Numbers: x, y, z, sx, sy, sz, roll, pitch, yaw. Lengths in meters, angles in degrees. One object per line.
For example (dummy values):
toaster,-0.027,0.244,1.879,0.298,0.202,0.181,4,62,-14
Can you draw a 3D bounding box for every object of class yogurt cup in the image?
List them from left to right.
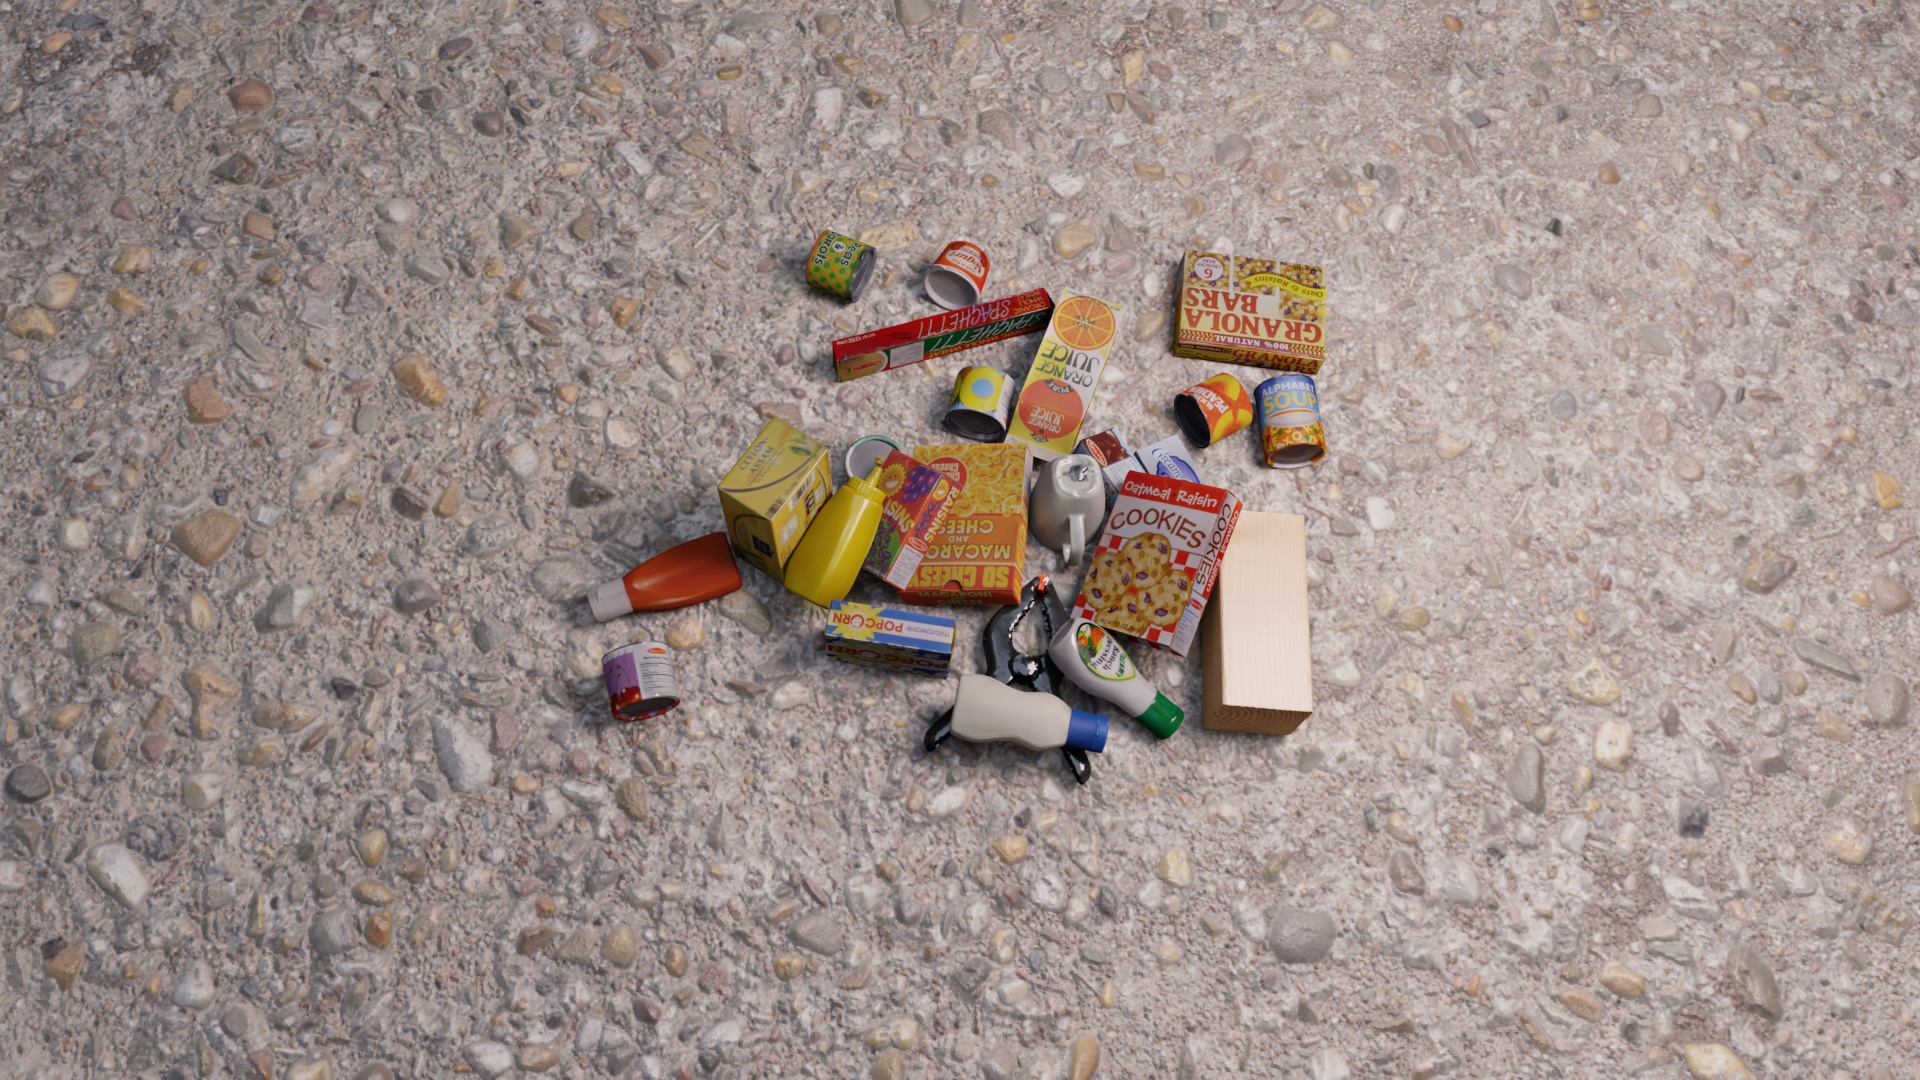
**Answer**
yogurt cup,-0.002,-0.298,1.554,0.072,0.072,0.054,22,60,6

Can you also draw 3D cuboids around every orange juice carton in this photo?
orange juice carton,0.111,-0.171,1.500,0.072,0.072,0.193,20,68,5

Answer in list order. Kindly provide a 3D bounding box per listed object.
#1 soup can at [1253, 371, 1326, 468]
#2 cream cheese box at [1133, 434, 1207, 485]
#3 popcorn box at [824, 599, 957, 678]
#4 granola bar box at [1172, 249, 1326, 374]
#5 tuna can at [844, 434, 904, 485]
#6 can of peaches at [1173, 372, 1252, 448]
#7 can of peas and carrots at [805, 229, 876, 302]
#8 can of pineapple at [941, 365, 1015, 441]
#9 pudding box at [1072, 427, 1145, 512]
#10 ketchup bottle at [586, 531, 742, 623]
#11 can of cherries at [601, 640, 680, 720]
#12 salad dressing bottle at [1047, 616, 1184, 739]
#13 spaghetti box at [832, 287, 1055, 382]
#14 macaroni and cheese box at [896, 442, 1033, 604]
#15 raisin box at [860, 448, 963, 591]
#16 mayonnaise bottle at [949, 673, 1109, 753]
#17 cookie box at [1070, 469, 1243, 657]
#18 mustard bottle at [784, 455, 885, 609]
soup can,0.356,-0.129,1.499,0.071,0.071,0.084,-3,67,-5
cream cheese box,0.232,-0.059,1.486,0.053,0.024,0.104,-23,70,-14
popcorn box,-0.069,0.098,1.367,0.127,0.085,0.038,9,68,0
granola bar box,0.328,-0.259,1.570,0.166,0.039,0.124,7,67,0
tuna can,-0.087,-0.077,1.469,0.071,0.032,0.071,1,67,-3
can of peaches,0.273,-0.142,1.500,0.058,0.071,0.071,-27,71,-15
can of peas and carrots,-0.133,-0.307,1.544,0.059,0.070,0.071,22,68,6
can of pineapple,0.020,-0.147,1.488,0.071,0.070,0.058,14,67,2
pudding box,0.164,-0.075,1.480,0.050,0.030,0.084,-23,70,-28
ketchup bottle,-0.299,0.042,1.399,0.149,0.043,0.065,-19,67,-11
can of cherries,-0.311,0.138,1.347,0.071,0.071,0.058,-14,70,-9
salad dressing bottle,0.155,0.137,1.367,0.147,0.043,0.064,40,46,-8
spaghetti box,-0.019,-0.226,1.528,0.250,0.050,0.029,-16,70,-10
macaroni and cheese box,0.005,-0.018,1.428,0.124,0.040,0.167,-1,65,16
raisin box,-0.064,-0.022,1.404,0.086,0.040,0.123,26,85,44
mayonnaise bottle,0.066,0.172,1.331,0.148,0.041,0.065,12,74,1
cookie box,0.196,0.020,1.389,0.123,0.040,0.167,14,77,41
mustard bottle,-0.113,-0.011,1.377,0.065,0.048,0.160,28,87,39
